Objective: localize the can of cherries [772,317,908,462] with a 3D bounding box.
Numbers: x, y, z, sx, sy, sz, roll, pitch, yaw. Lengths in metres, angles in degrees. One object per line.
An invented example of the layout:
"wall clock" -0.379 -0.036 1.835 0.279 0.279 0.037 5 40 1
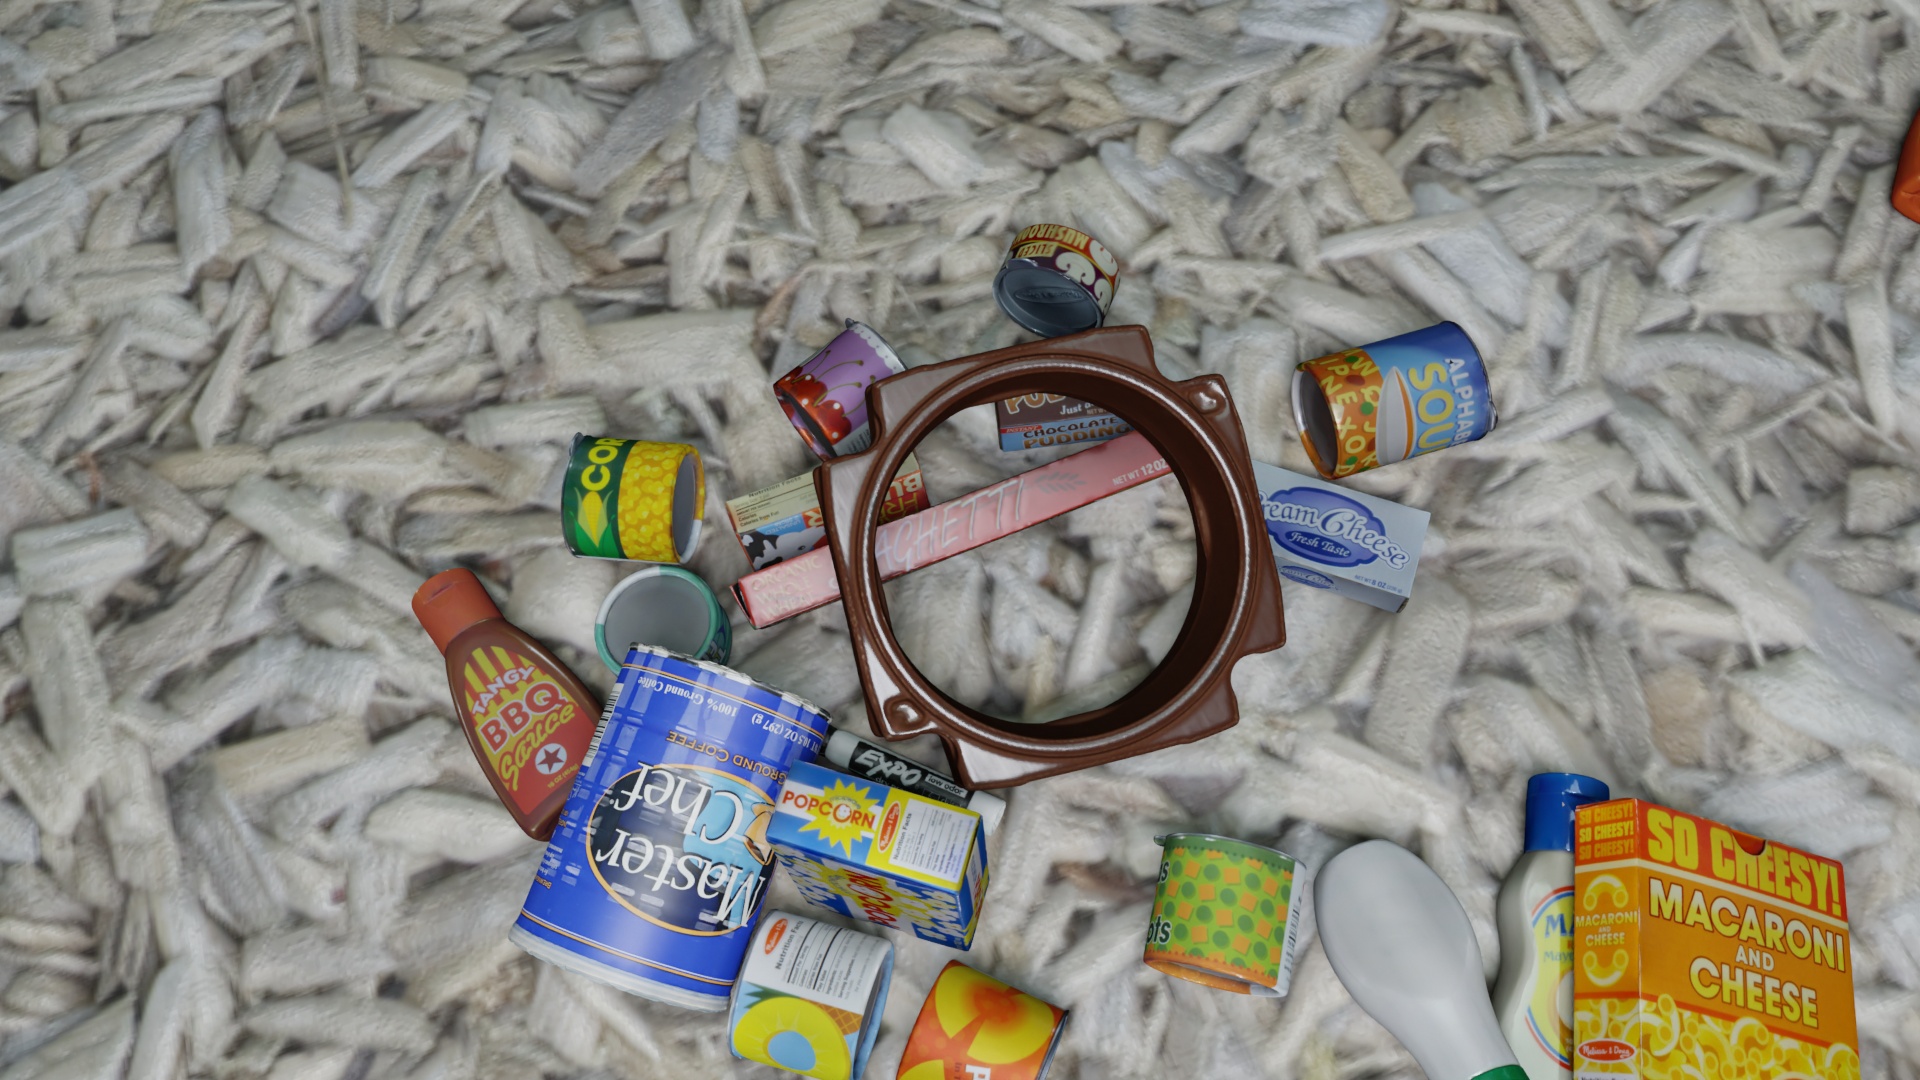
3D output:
"can of cherries" -0.062 -0.078 0.758 0.058 0.071 0.071 -39 69 -11

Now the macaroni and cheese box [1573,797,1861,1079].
"macaroni and cheese box" 0.324 0.207 0.593 0.124 0.040 0.167 18 66 -16

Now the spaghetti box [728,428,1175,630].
"spaghetti box" 0.003 -0.009 0.729 0.250 0.050 0.028 -21 88 -6

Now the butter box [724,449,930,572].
"butter box" -0.068 -0.017 0.738 0.103 0.053 0.024 -20 63 -6

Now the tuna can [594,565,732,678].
"tuna can" -0.153 0.050 0.724 0.071 0.032 0.071 -2 65 4

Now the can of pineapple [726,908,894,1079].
"can of pineapple" -0.067 0.208 0.630 0.058 0.070 0.071 12 67 9

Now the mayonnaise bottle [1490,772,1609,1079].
"mayonnaise bottle" 0.273 0.182 0.631 0.065 0.041 0.148 11 67 4

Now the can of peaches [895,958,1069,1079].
"can of peaches" 0.008 0.229 0.612 0.058 0.071 0.071 21 69 14

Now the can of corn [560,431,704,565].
"can of corn" -0.173 -0.023 0.738 0.058 0.071 0.071 4 66 5

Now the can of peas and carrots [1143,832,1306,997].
"can of peas and carrots" 0.118 0.170 0.634 0.071 0.070 0.059 11 68 9

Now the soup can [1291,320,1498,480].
"soup can" 0.228 -0.072 0.735 0.084 0.071 0.071 -16 66 -3

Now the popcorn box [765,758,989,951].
"popcorn box" -0.033 0.144 0.623 0.085 0.126 0.038 14 65 9

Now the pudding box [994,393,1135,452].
"pudding box" 0.060 -0.081 0.771 0.084 0.030 0.050 -7 65 1

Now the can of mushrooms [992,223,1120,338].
"can of mushrooms" 0.053 -0.146 0.779 0.071 0.070 0.033 20 67 12

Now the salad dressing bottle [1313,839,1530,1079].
"salad dressing bottle" 0.206 0.202 0.602 0.064 0.043 0.148 -21 47 -2

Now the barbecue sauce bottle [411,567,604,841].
"barbecue sauce bottle" -0.229 0.078 0.710 0.065 0.043 0.149 -37 68 -11

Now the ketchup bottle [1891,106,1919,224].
"ketchup bottle" 0.589 -0.247 0.805 0.065 0.043 0.149 22 68 13

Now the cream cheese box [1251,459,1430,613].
"cream cheese box" 0.188 -0.004 0.731 0.104 0.024 0.053 18 67 11
